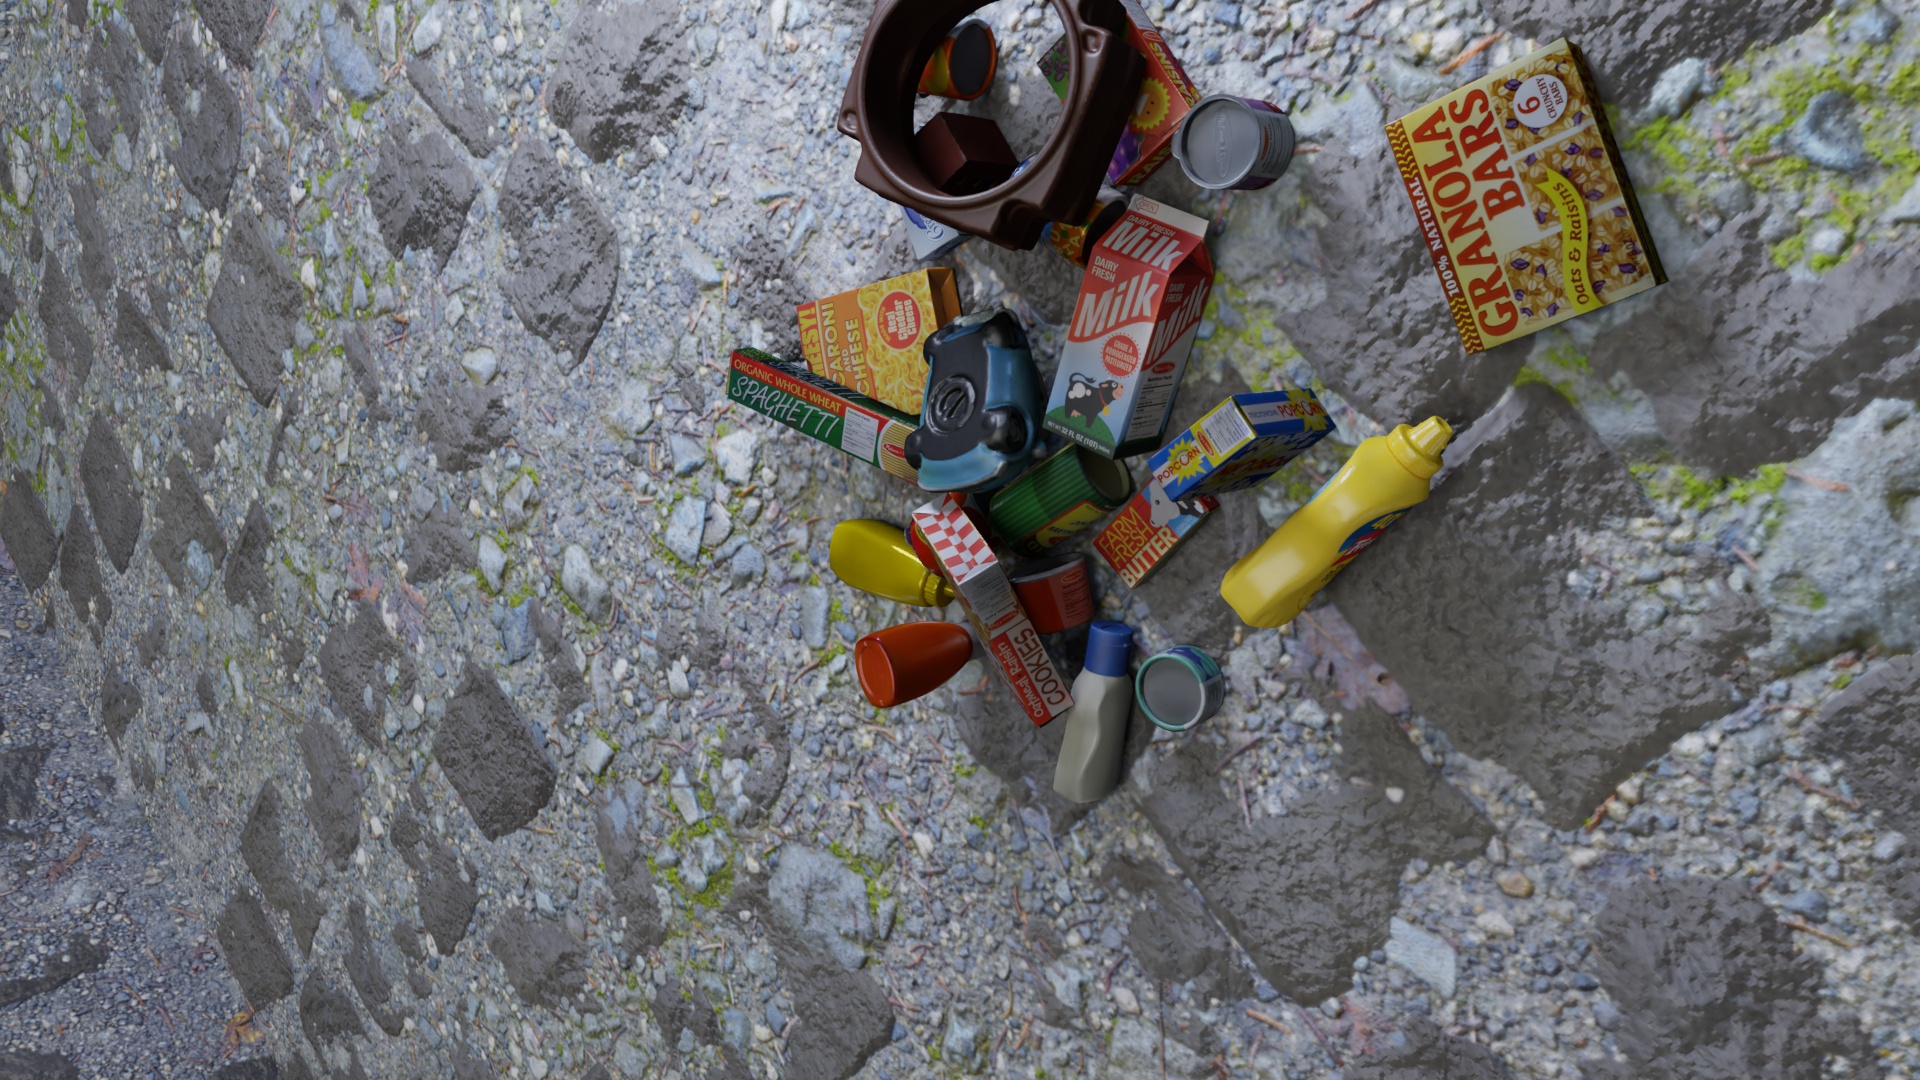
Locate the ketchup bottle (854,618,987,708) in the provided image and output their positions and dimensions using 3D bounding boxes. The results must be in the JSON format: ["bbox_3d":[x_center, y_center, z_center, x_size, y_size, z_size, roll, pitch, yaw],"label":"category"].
[{"bbox_3d":[-0.026,0.098,1.207,0.043,0.149,0.064,-16,89,40],"label":"ketchup bottle"}]

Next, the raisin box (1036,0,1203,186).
[{"bbox_3d":[0.126,-0.347,1.068,0.085,0.040,0.123,-38,76,36],"label":"raisin box"}]

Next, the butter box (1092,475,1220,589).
[{"bbox_3d":[0.156,-0.012,1.121,0.053,0.024,0.103,52,126,17],"label":"butter box"}]

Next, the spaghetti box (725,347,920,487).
[{"bbox_3d":[-0.117,-0.116,1.261,0.250,0.029,0.050,26,118,31],"label":"spaghetti box"}]

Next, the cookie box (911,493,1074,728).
[{"bbox_3d":[0.026,0.058,1.141,0.166,0.040,0.123,62,176,-34],"label":"cookie box"}]

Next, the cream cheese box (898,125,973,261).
[{"bbox_3d":[-0.029,-0.301,1.209,0.053,0.024,0.104,-25,83,40],"label":"cream cheese box"}]

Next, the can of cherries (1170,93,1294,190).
[{"bbox_3d":[0.198,-0.289,1.010,0.071,0.058,0.071,10,106,37],"label":"can of cherries"}]

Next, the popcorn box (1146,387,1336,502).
[{"bbox_3d":[0.204,-0.070,1.005,0.085,0.127,0.038,-41,71,36],"label":"popcorn box"}]

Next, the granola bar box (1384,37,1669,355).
[{"bbox_3d":[0.365,-0.220,0.904,0.124,0.039,0.165,-21,86,38],"label":"granola bar box"}]

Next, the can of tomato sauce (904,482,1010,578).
[{"bbox_3d":[0.004,-0.015,1.212,0.082,0.071,0.071,-37,76,37],"label":"can of tomato sauce"}]

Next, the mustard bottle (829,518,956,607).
[{"bbox_3d":[-0.049,0.028,1.277,0.160,0.049,0.065,23,112,33],"label":"mustard bottle"}]

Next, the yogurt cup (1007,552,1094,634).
[{"bbox_3d":[0.079,0.045,1.170,0.072,0.073,0.054,-11,100,39],"label":"yogurt cup"}]

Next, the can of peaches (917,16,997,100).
[{"bbox_3d":[-0.011,-0.398,1.149,0.058,0.071,0.071,20,111,33],"label":"can of peaches"}]

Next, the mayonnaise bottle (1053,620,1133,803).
[{"bbox_3d":[0.115,0.142,1.163,0.041,0.065,0.147,18,106,37],"label":"mayonnaise bottle"}]

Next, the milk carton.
[{"bbox_3d":[0.134,-0.165,1.075,0.072,0.074,0.189,30,116,31],"label":"milk carton"}]

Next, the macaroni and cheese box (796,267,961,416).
[{"bbox_3d":[-0.071,-0.170,1.258,0.166,0.040,0.123,-7,94,39],"label":"macaroni and cheese box"}]

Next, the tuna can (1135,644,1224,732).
[{"bbox_3d":[0.175,0.119,1.127,0.071,0.033,0.071,9,105,36],"label":"tuna can"}]

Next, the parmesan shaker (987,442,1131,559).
[{"bbox_3d":[0.081,-0.035,1.145,0.102,0.071,0.071,-34,78,38],"label":"parmesan shaker"}]

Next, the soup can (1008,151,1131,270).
[{"bbox_3d":[0.083,-0.258,1.101,0.084,0.071,0.071,37,120,27],"label":"soup can"}]
